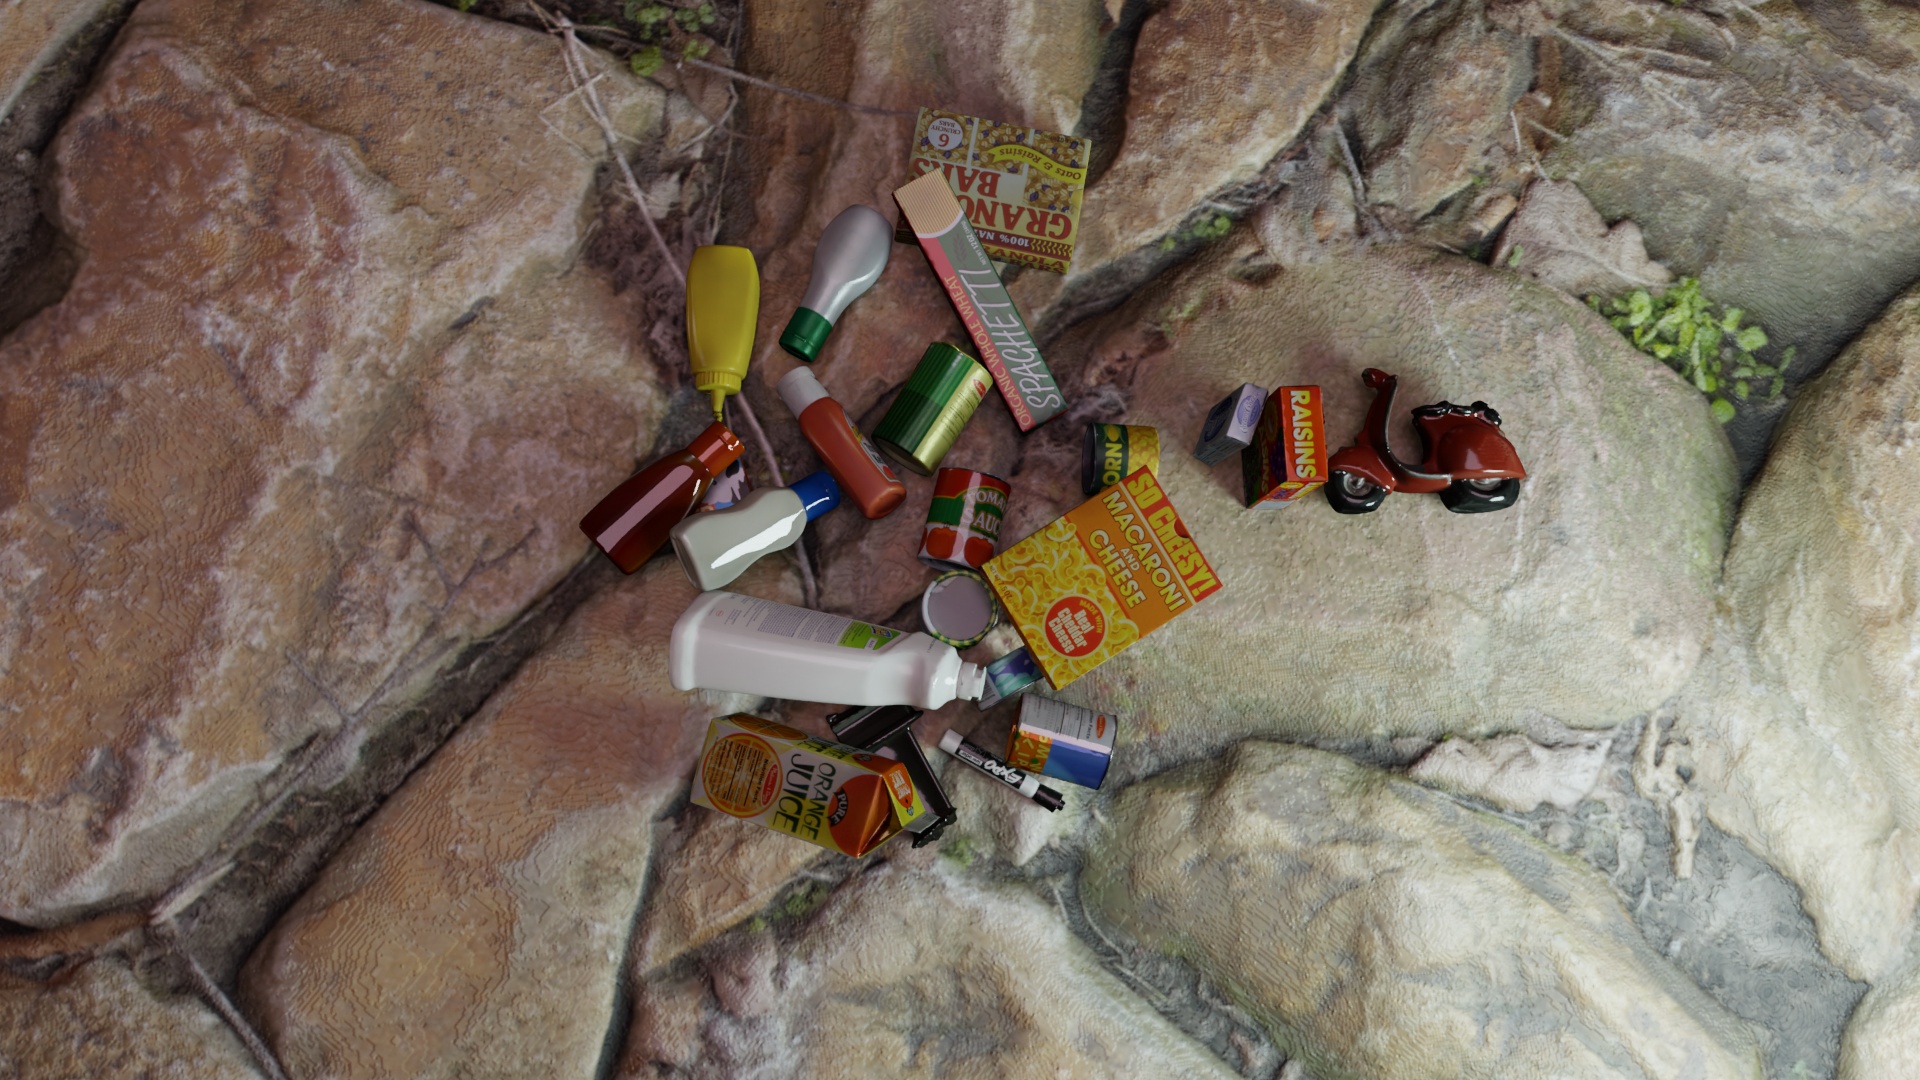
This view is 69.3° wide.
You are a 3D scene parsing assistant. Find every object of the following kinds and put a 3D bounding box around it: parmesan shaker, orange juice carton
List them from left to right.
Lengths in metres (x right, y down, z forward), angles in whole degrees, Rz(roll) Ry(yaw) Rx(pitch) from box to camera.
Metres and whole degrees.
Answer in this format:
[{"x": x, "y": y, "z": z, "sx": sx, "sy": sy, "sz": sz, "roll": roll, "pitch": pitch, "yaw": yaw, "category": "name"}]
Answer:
[{"x": -0.115, "y": 0.205, "z": 1.141, "sx": 0.193, "sy": 0.072, "sz": 0.073, "roll": 16, "pitch": 91, "yaw": 11, "category": "orange juice carton"}, {"x": -0.027, "y": -0.118, "z": 1.233, "sx": 0.071, "sy": 0.071, "sz": 0.103, "roll": 33, "pitch": 79, "yaw": 1, "category": "parmesan shaker"}]

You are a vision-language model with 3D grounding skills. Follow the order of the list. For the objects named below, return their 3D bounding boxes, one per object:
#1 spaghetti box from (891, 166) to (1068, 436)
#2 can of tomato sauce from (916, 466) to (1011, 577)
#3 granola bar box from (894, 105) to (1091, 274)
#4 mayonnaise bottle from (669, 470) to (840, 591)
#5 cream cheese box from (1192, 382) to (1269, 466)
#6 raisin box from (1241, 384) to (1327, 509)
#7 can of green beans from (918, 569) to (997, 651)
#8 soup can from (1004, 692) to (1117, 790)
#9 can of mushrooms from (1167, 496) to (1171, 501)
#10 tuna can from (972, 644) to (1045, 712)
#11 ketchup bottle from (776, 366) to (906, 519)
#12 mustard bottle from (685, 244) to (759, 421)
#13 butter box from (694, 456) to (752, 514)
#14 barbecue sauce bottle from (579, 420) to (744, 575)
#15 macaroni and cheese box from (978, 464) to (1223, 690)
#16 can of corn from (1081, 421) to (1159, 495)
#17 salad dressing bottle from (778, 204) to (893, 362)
[{"x": 0.019, "y": -0.214, "z": 1.251, "sx": 0.050, "sy": 0.029, "sz": 0.250, "roll": -29, "pitch": 94, "yaw": -1, "category": "spaghetti box"}, {"x": 0.004, "y": -0.015, "z": 1.218, "sx": 0.071, "sy": 0.071, "sz": 0.083, "roll": 15, "pitch": 80, "yaw": -2, "category": "can of tomato sauce"}, {"x": 0.030, "y": -0.326, "z": 1.292, "sx": 0.166, "sy": 0.039, "sz": 0.124, "roll": 10, "pitch": 79, "yaw": -3, "category": "granola bar box"}, {"x": -0.173, "y": -0.014, "z": 1.198, "sx": 0.149, "sy": 0.041, "sz": 0.064, "roll": -29, "pitch": 111, "yaw": -28, "category": "mayonnaise bottle"}, {"x": 0.240, "y": -0.102, "z": 1.236, "sx": 0.024, "sy": 0.103, "sz": 0.053, "roll": 23, "pitch": 80, "yaw": -4, "category": "cream cheese box"}, {"x": 0.285, "y": -0.080, "z": 1.226, "sx": 0.040, "sy": 0.123, "sz": 0.086, "roll": -1, "pitch": 80, "yaw": -4, "category": "raisin box"}, {"x": -0.003, "y": 0.061, "z": 1.209, "sx": 0.071, "sy": 0.057, "sz": 0.071, "roll": 1, "pitch": 80, "yaw": -5, "category": "can of green beans"}, {"x": 0.085, "y": 0.174, "z": 1.194, "sx": 0.084, "sy": 0.071, "sz": 0.071, "roll": 15, "pitch": 79, "yaw": -1, "category": "soup can"}, {"x": 0.153, "y": -0.020, "z": 1.232, "sx": 0.071, "sy": 0.071, "sz": 0.033, "roll": 2, "pitch": 80, "yaw": -4, "category": "can of mushrooms"}, {"x": 0.040, "y": 0.117, "z": 1.199, "sx": 0.071, "sy": 0.071, "sz": 0.033, "roll": -28, "pitch": 83, "yaw": -9, "category": "tuna can"}, {"x": -0.108, "y": -0.087, "z": 1.228, "sx": 0.043, "sy": 0.064, "sz": 0.149, "roll": -39, "pitch": 76, "yaw": 3, "category": "ketchup bottle"}, {"x": -0.215, "y": -0.182, "z": 1.241, "sx": 0.065, "sy": 0.048, "sz": 0.160, "roll": 3, "pitch": 80, "yaw": -5, "category": "mustard bottle"}, {"x": -0.235, "y": -0.034, "z": 1.224, "sx": 0.104, "sy": 0.024, "sz": 0.053, "roll": -18, "pitch": 82, "yaw": -8, "category": "butter box"}, {"x": -0.251, "y": -0.041, "z": 1.188, "sx": 0.149, "sy": 0.043, "sz": 0.065, "roll": -44, "pitch": 97, "yaw": -11, "category": "barbecue sauce bottle"}, {"x": 0.118, "y": 0.031, "z": 1.171, "sx": 0.166, "sy": 0.040, "sz": 0.123, "roll": -31, "pitch": 87, "yaw": -5, "category": "macaroni and cheese box"}, {"x": 0.143, "y": -0.070, "z": 1.239, "sx": 0.058, "sy": 0.071, "sz": 0.071, "roll": 3, "pitch": 80, "yaw": -5, "category": "can of corn"}, {"x": -0.115, "y": -0.233, "z": 1.262, "sx": 0.064, "sy": 0.044, "sz": 0.148, "roll": 29, "pitch": 80, "yaw": 0, "category": "salad dressing bottle"}]
